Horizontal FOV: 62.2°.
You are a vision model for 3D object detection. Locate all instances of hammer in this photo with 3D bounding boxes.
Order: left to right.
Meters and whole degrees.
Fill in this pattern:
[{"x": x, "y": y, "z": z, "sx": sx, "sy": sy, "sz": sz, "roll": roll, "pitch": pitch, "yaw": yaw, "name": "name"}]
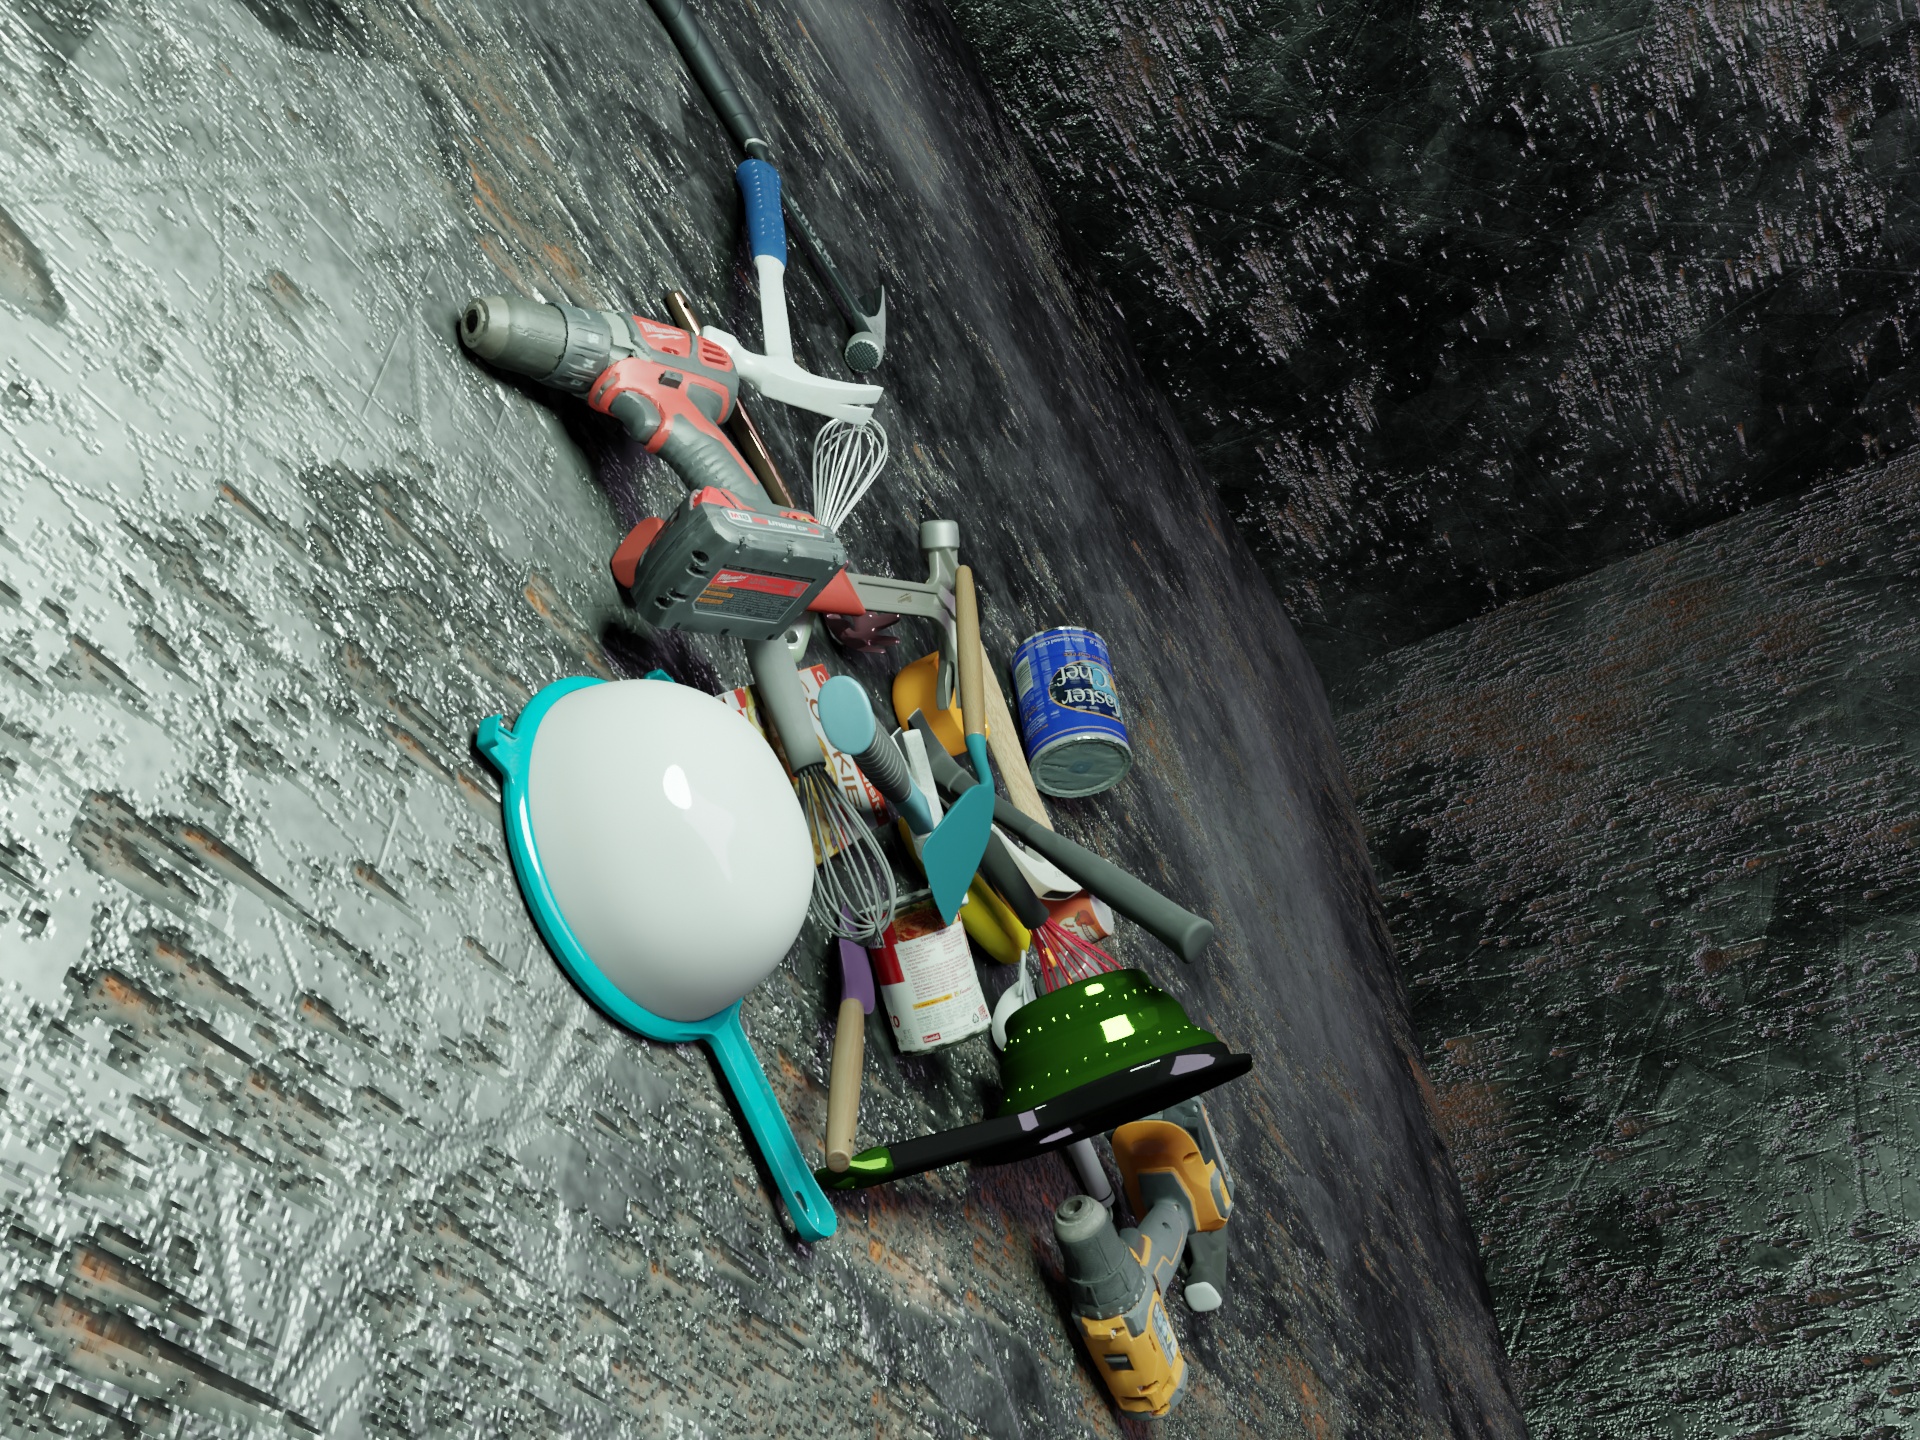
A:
[{"x": -0.181, "y": -0.528, "z": 1.505, "sx": 0.408, "sy": 0.036, "sz": 0.149, "roll": 57, "pitch": 21, "yaw": -27, "name": "hammer"}, {"x": -0.151, "y": -0.365, "z": 1.303, "sx": 0.144, "sy": 0.035, "sz": 0.406, "roll": 18, "pitch": 34, "yaw": -23, "name": "hammer"}, {"x": -0.102, "y": -0.085, "z": 1.119, "sx": 0.359, "sy": 0.037, "sz": 0.149, "roll": 1, "pitch": 84, "yaw": -57, "name": "hammer"}, {"x": -0.044, "y": 0.040, "z": 1.051, "sx": 0.330, "sy": 0.033, "sz": 0.128, "roll": 65, "pitch": 9, "yaw": -72, "name": "hammer"}, {"x": 0.032, "y": 0.009, "z": 1.432, "sx": 0.130, "sy": 0.031, "sz": 0.332, "roll": 3, "pitch": 57, "yaw": -42, "name": "hammer"}, {"x": 0.066, "y": 0.090, "z": 1.177, "sx": 0.335, "sy": 0.035, "sz": 0.146, "roll": 31, "pitch": -16, "yaw": 50, "name": "hammer"}, {"x": 0.155, "y": 0.356, "z": 1.411, "sx": 0.336, "sy": 0.034, "sz": 0.127, "roll": 62, "pitch": 21, "yaw": -16, "name": "hammer"}]

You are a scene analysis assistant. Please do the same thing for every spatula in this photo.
[{"x": -0.065, "y": 0.183, "z": 0.940, "sx": 0.316, "sy": 0.018, "sz": 0.059, "roll": -97, "pitch": 165, "yaw": -77, "name": "spatula"}, {"x": -0.002, "y": -0.004, "z": 1.129, "sx": 0.318, "sy": 0.044, "sz": 0.082, "roll": -93, "pitch": 169, "yaw": -45, "name": "spatula"}]

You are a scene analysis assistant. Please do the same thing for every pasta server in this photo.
[{"x": -0.140, "y": -0.189, "z": 1.230, "sx": 0.060, "sy": 0.040, "sz": 0.316, "roll": -41, "pitch": 107, "yaw": -51, "name": "pasta server"}]

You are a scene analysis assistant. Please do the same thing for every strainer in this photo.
[{"x": -0.116, "y": 0.118, "z": 0.865, "sx": 0.340, "sy": 0.095, "sz": 0.211, "roll": 65, "pitch": 19, "yaw": -1, "name": "strainer"}, {"x": 0.074, "y": 0.296, "z": 1.256, "sx": 0.087, "sy": 0.050, "sz": 0.258, "roll": -84, "pitch": 152, "yaw": -69, "name": "strainer"}]

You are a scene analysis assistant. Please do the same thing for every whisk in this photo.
[{"x": -0.093, "y": 0.029, "z": 0.984, "sx": 0.055, "sy": 0.055, "sz": 0.239, "roll": 19, "pitch": 47, "yaw": -65, "name": "whisk"}, {"x": -0.102, "y": -0.142, "z": 1.196, "sx": 0.059, "sy": 0.058, "sz": 0.247, "roll": 104, "pitch": 0, "yaw": -57, "name": "whisk"}, {"x": 0.069, "y": 0.167, "z": 1.244, "sx": 0.295, "sy": 0.073, "sz": 0.073, "roll": 56, "pitch": 22, "yaw": -29, "name": "whisk"}]

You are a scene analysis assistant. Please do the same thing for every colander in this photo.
[{"x": 0.043, "y": 0.236, "z": 1.074, "sx": 0.396, "sy": 0.204, "sz": 0.095, "roll": 2, "pitch": 60, "yaw": -49, "name": "colander"}]

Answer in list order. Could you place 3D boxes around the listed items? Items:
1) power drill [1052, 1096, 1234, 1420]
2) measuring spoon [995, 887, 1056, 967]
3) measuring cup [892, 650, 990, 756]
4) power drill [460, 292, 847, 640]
[{"x": 0.136, "y": 0.383, "z": 1.217, "sx": 0.185, "sy": 0.084, "sz": 0.226, "roll": 67, "pitch": 29, "yaw": -22, "name": "power drill"}, {"x": 0.051, "y": 0.161, "z": 1.357, "sx": 0.117, "sy": 0.011, "sz": 0.021, "roll": 58, "pitch": -19, "yaw": -6, "name": "measuring spoon"}, {"x": -0.021, "y": -0.039, "z": 1.361, "sx": 0.095, "sy": 0.052, "sz": 0.174, "roll": 52, "pitch": 23, "yaw": -37, "name": "measuring cup"}, {"x": -0.185, "y": -0.162, "z": 0.950, "sx": 0.187, "sy": 0.080, "sz": 0.227, "roll": 5, "pitch": 48, "yaw": -50, "name": "power drill"}]
